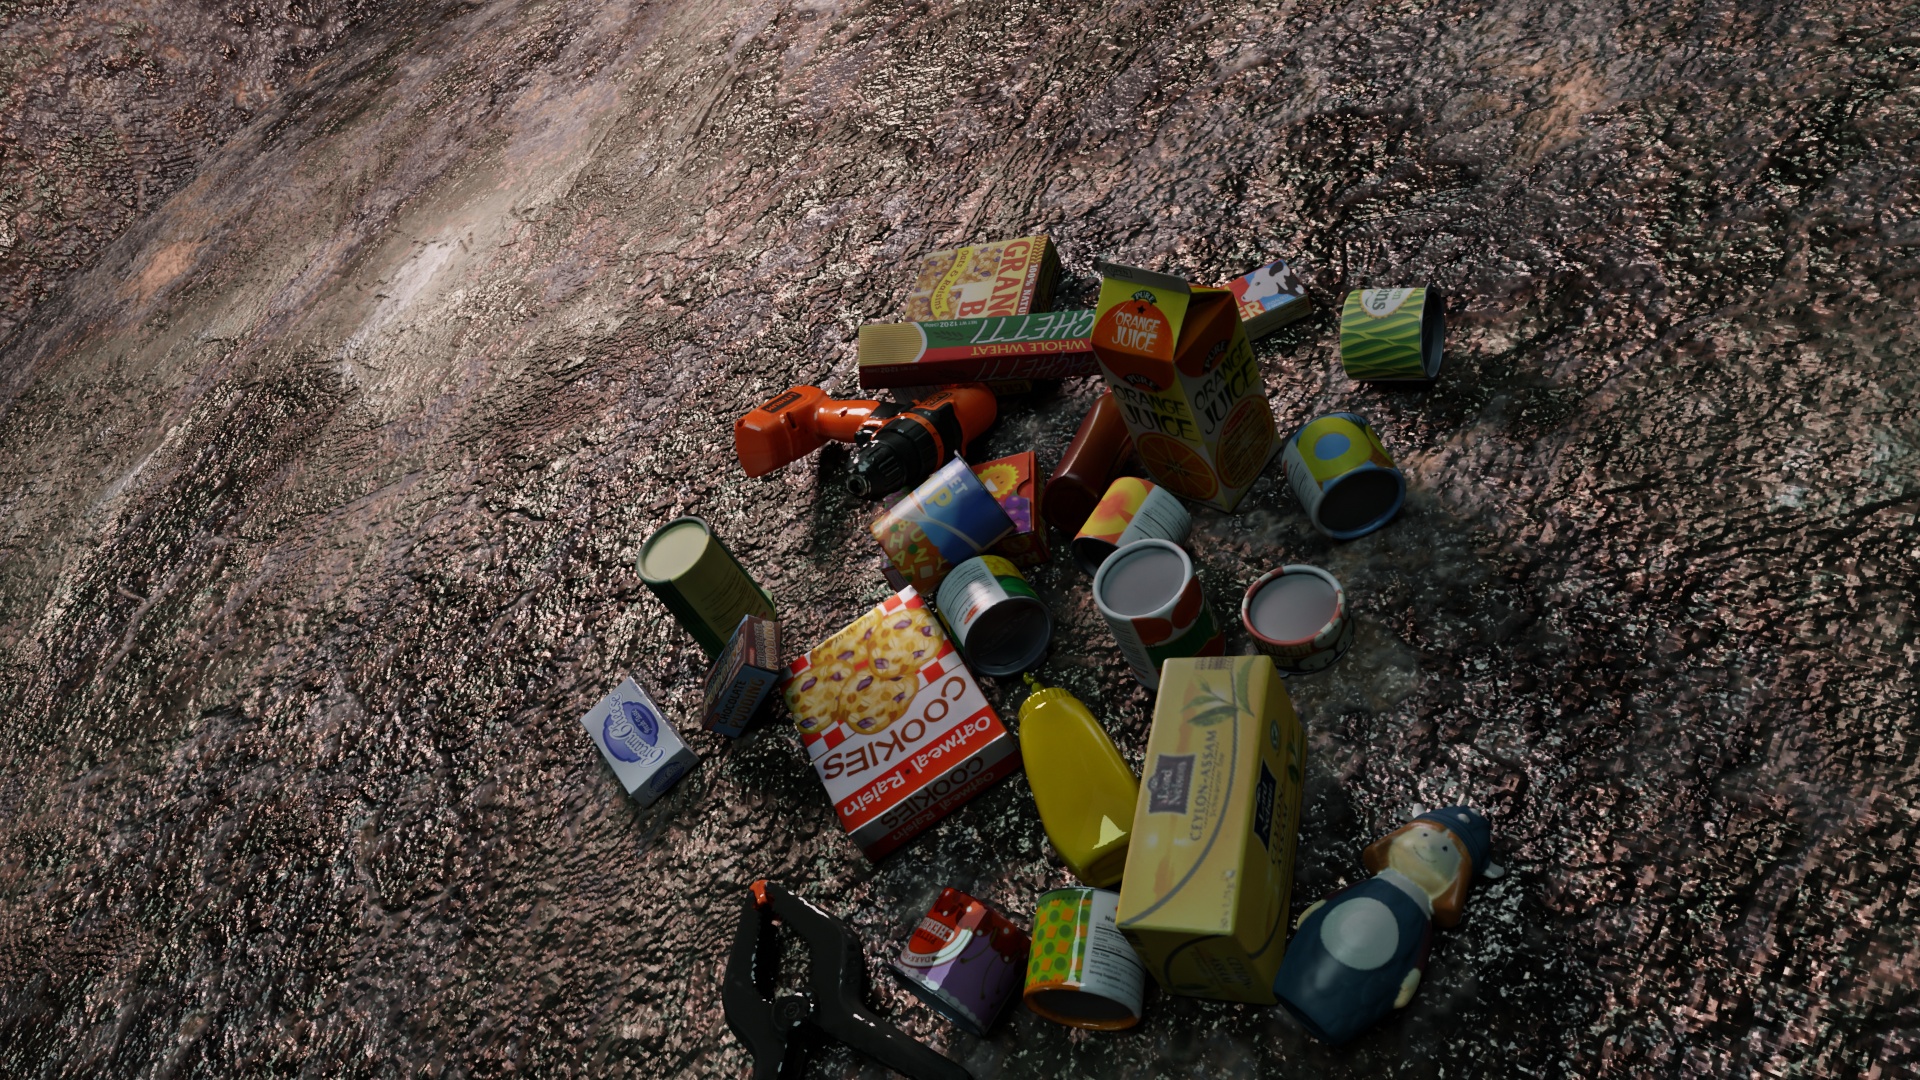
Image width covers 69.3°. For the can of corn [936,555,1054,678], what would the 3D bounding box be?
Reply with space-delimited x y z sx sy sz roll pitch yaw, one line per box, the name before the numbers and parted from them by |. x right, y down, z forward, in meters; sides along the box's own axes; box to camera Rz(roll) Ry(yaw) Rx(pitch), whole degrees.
can of corn | 0.025 0.053 0.964 0.071 0.071 0.058 -33 38 -2

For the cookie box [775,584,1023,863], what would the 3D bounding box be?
cookie box | -0.045 0.122 0.959 0.123 0.040 0.168 -33 42 -2

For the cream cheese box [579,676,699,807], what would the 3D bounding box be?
cream cheese box | -0.244 0.152 1.050 0.053 0.024 0.104 -42 44 -10

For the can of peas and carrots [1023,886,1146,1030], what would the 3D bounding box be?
can of peas and carrots | 0.070 0.235 0.776 0.071 0.070 0.059 -6 49 24

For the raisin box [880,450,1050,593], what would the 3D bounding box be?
raisin box | 0.004 -0.013 1.055 0.123 0.040 0.086 -14 45 16

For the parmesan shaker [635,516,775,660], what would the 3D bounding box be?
parmesan shaker | -0.194 0.035 1.072 0.071 0.102 0.072 -15 45 16

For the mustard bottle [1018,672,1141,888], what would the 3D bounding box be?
mustard bottle | 0.071 0.140 0.872 0.065 0.048 0.161 -27 43 3

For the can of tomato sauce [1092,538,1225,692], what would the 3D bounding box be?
can of tomato sauce | 0.130 0.047 0.899 0.071 0.082 0.071 -15 46 17

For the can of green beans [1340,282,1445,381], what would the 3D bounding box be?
can of green beans | 0.308 -0.147 0.991 0.058 0.071 0.071 4 54 32

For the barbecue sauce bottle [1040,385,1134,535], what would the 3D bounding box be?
barbecue sauce bottle | 0.108 -0.075 1.041 0.044 0.064 0.149 28 54 4

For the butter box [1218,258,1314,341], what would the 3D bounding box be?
butter box | 0.220 -0.180 1.099 0.103 0.024 0.053 -25 44 7

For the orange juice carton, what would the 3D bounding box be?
orange juice carton | 0.152 -0.114 0.954 0.072 0.192 0.073 22 64 41

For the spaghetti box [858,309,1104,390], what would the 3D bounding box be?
spaghetti box | 0.043 -0.155 1.114 0.250 0.028 0.050 -4 51 1

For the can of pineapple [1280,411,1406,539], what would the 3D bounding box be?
can of pineapple | 0.256 -0.044 0.925 0.071 0.070 0.058 -24 44 7

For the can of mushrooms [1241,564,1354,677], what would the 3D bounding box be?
can of mushrooms | 0.214 0.051 0.886 0.071 0.033 0.071 -14 46 16

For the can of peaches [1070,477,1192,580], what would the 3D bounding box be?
can of peaches | 0.117 -0.002 0.964 0.071 0.071 0.058 17 61 38

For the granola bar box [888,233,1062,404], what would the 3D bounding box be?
granola bar box | 0.013 -0.191 1.211 0.124 0.039 0.166 -4 49 24

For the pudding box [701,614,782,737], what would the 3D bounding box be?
pudding box | -0.160 0.100 1.017 0.083 0.030 0.050 -53 28 36

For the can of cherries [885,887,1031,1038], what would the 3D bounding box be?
can of cherries | 0.000 0.242 0.802 0.071 0.071 0.058 18 62 39

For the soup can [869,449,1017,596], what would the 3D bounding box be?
soup can | -0.014 -0.012 0.984 0.084 0.071 0.071 -38 43 2
